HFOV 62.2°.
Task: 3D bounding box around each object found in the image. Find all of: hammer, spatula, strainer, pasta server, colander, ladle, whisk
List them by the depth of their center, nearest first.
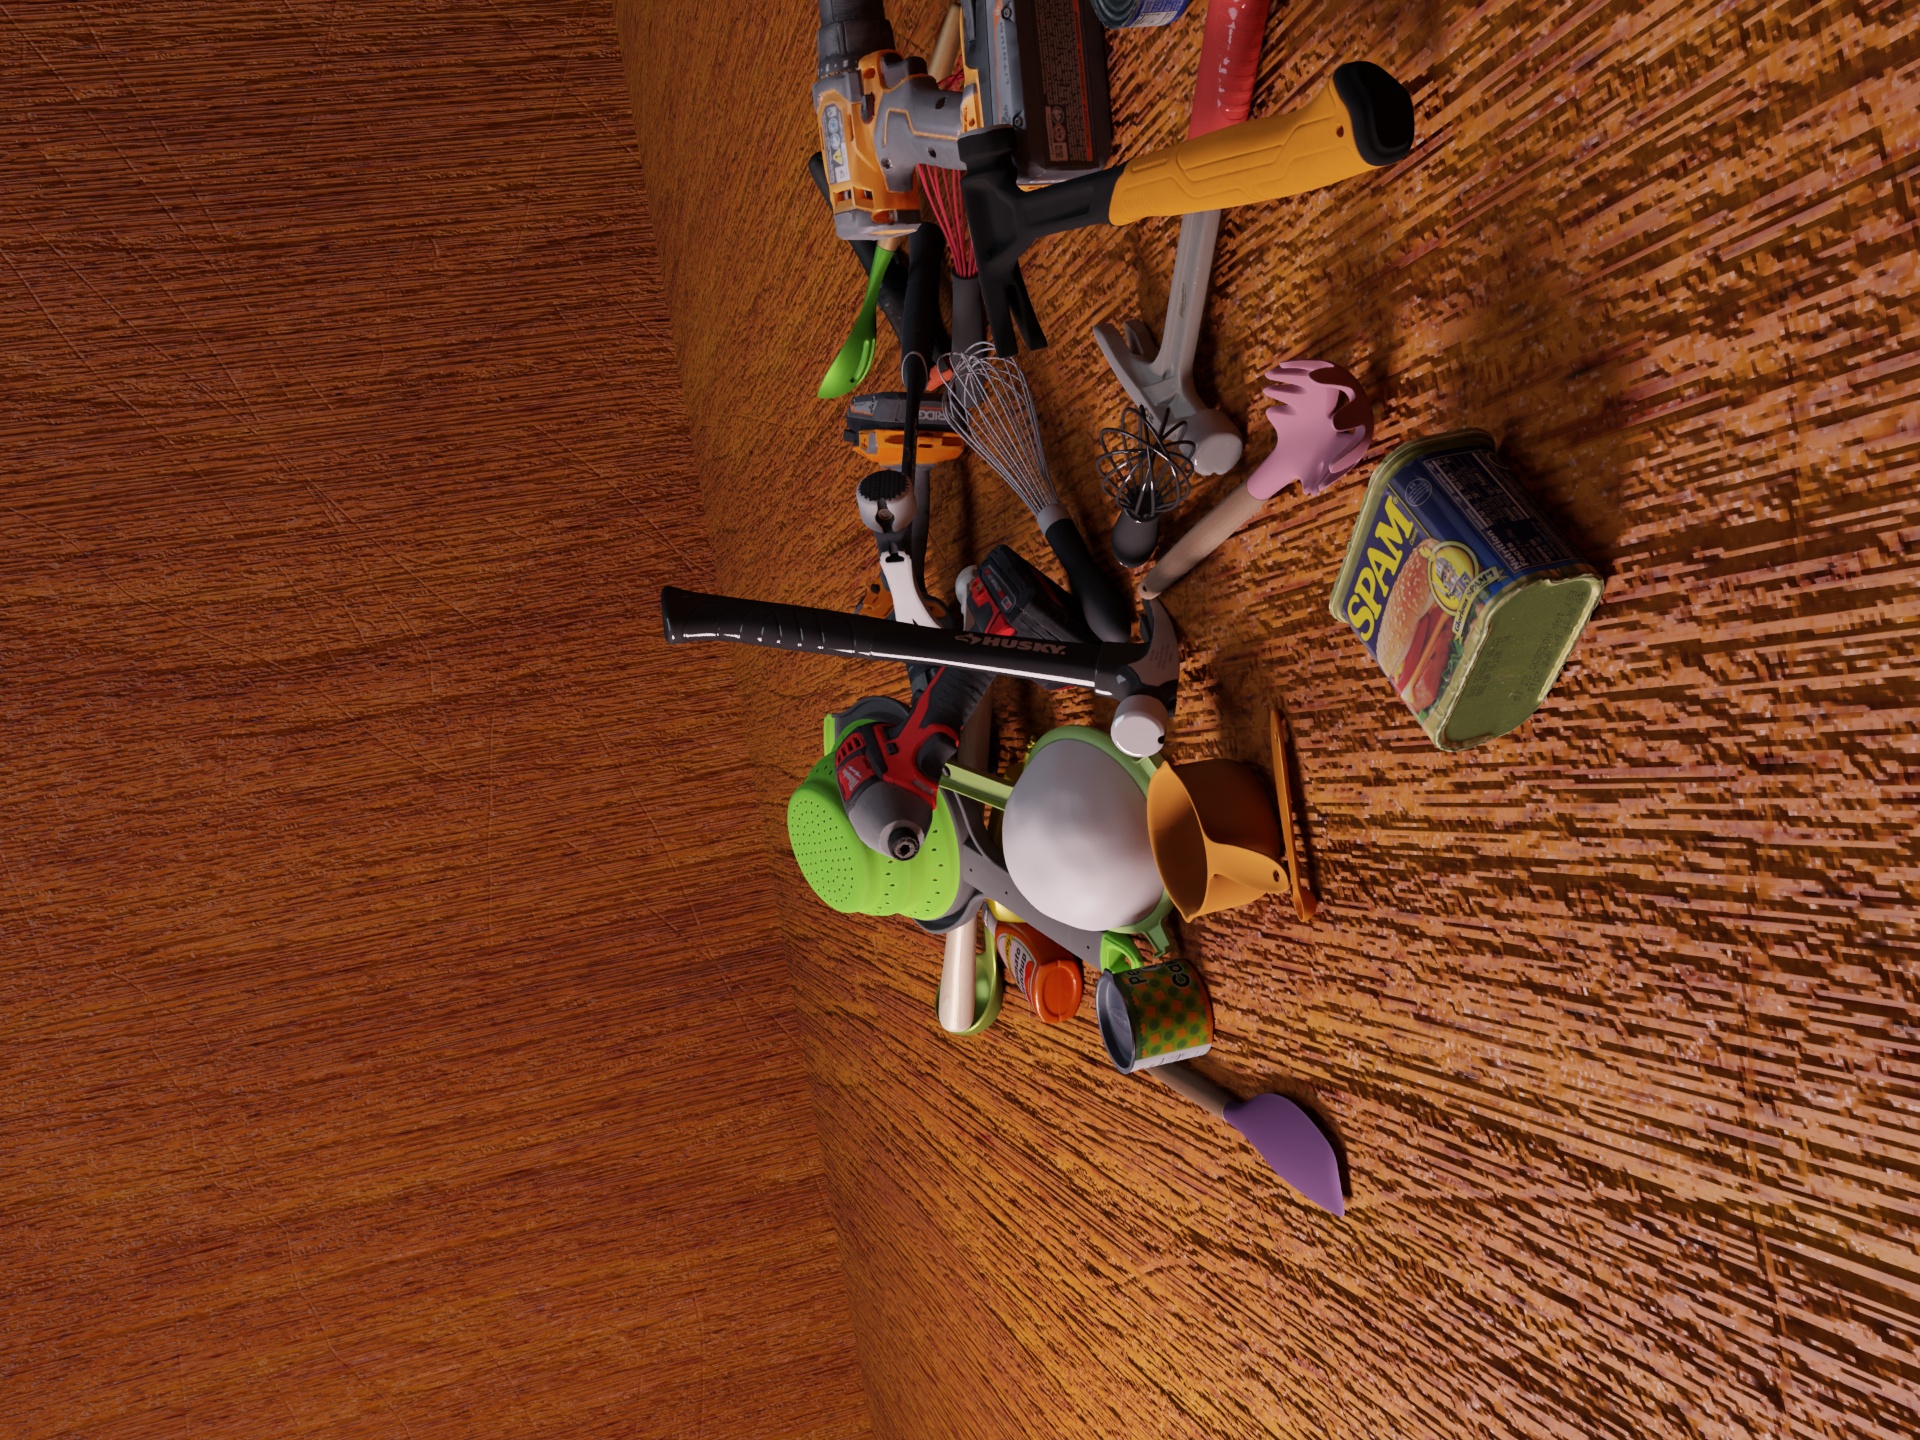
[{"bbox_3d":[0.095,-0.253,0.778,0.337,0.034,0.127,17,121,61],"label":"hammer"},{"bbox_3d":[0.125,-0.306,0.785,0.358,0.036,0.149,94,159,-44],"label":"hammer"},{"bbox_3d":[0.142,-0.113,0.845,0.060,0.040,0.316,67,164,7],"label":"pasta server"},{"bbox_3d":[0.100,-0.123,0.898,0.239,0.055,0.055,70,-172,-81],"label":"whisk"},{"bbox_3d":[-0.029,-0.051,0.990,0.146,0.335,0.035,-68,-18,-54],"label":"hammer"},{"bbox_3d":[0.165,0.245,1.036,0.316,0.018,0.060,-171,69,-73],"label":"spatula"},{"bbox_3d":[0.039,0.071,1.108,0.256,0.069,0.151,19,122,45],"label":"strainer"},{"bbox_3d":[0.054,-0.162,1.114,0.070,0.070,0.285,101,148,-54],"label":"whisk"},{"bbox_3d":[-0.032,-0.238,1.167,0.149,0.036,0.409,78,-169,-48],"label":"hammer"},{"bbox_3d":[0.004,-0.346,1.168,0.295,0.073,0.073,89,164,-52],"label":"whisk"},{"bbox_3d":[-0.024,0.118,1.233,0.397,0.094,0.204,29,131,44],"label":"colander"},{"bbox_3d":[0.007,0.087,1.326,0.146,0.038,0.410,-92,5,-66],"label":"hammer"},{"bbox_3d":[0.020,0.171,1.453,0.078,0.062,0.319,-115,23,-46],"label":"ladle"}]

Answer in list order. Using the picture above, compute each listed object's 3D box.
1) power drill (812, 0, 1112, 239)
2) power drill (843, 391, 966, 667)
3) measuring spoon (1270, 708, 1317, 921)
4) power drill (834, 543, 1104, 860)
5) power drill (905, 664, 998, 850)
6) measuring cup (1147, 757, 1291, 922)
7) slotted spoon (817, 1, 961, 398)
[{"bbox_3d":[-0.015,-0.409,0.998,0.226,0.084,0.185,9,110,50],"label":"power drill"},{"bbox_3d":[-0.055,-0.167,1.383,0.164,0.084,0.226,-158,68,-68],"label":"power drill"},{"bbox_3d":[0.182,0.051,0.867,0.021,0.011,0.117,118,145,-87],"label":"measuring spoon"},{"bbox_3d":[-0.002,-0.004,1.112,0.219,0.078,0.143,-49,26,13],"label":"power drill"},{"bbox_3d":[-0.032,0.013,1.503,0.226,0.080,0.188,113,144,-59],"label":"power drill"},{"bbox_3d":[0.159,0.069,0.875,0.174,0.052,0.095,-165,65,-73],"label":"measuring cup"},{"bbox_3d":[-0.050,-0.387,1.220,0.070,0.031,0.313,-56,-11,-61],"label":"slotted spoon"}]
